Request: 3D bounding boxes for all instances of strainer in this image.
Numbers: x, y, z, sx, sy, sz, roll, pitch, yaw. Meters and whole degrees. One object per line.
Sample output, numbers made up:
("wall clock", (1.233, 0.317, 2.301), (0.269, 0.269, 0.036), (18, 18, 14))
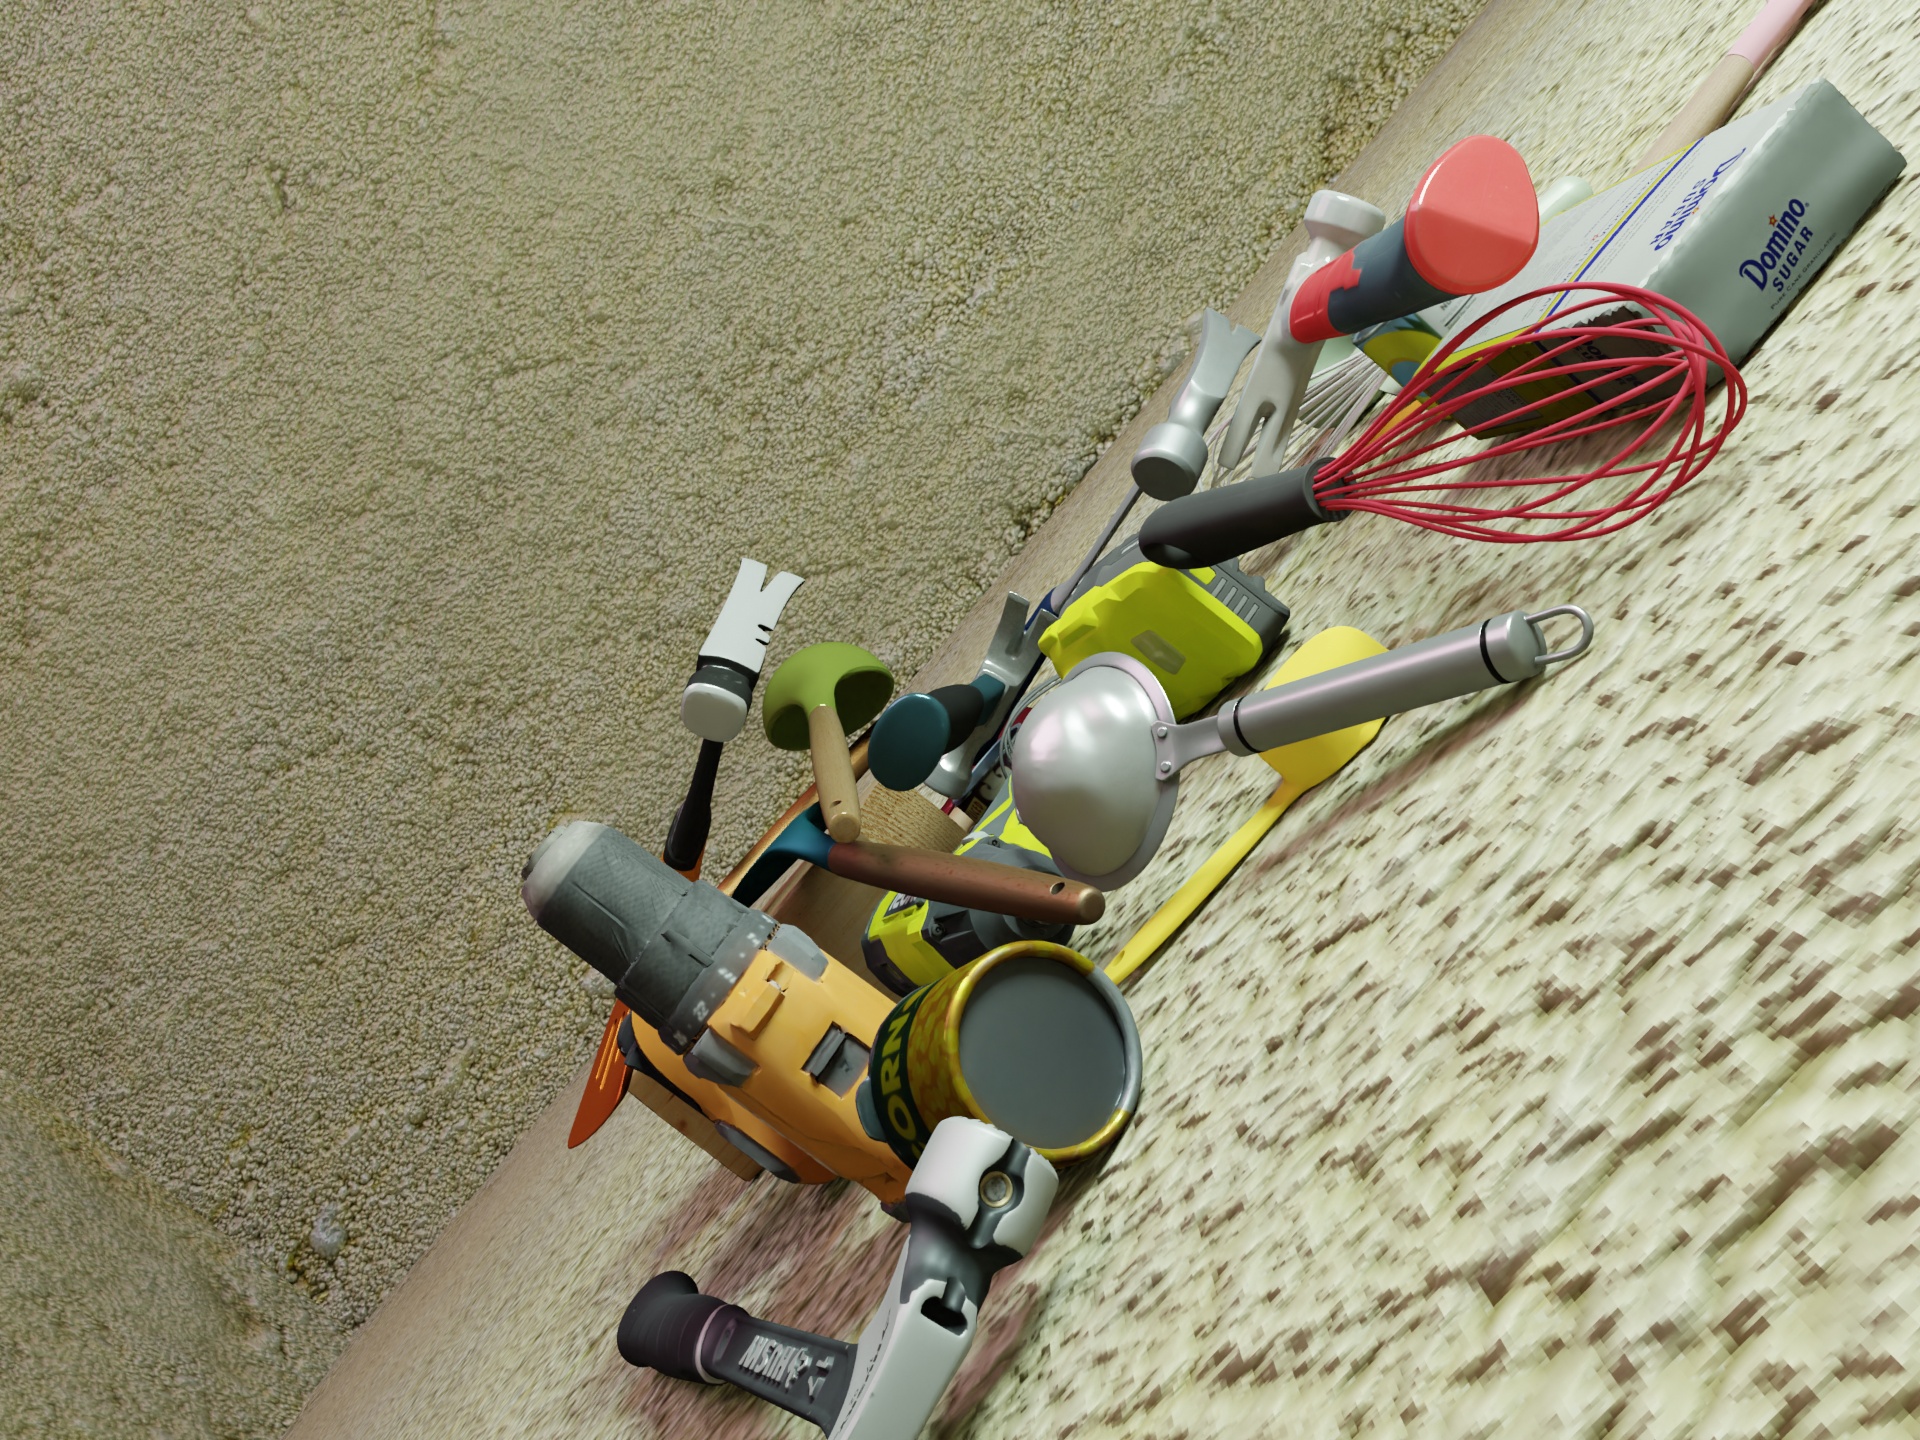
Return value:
("strainer", (0.085, 0.002, 0.516), (0.258, 0.050, 0.087), (-20, 69, 48))

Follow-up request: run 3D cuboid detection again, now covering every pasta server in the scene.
("pasta server", (0.321, -0.272, 0.698), (0.316, 0.040, 0.060), (-52, 16, -5))

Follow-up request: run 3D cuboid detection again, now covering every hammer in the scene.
("hammer", (-0.001, -0.003, 0.804), (0.128, 0.033, 0.331), (-61, -4, 7))
("hammer", (0.153, -0.156, 0.627), (0.386, 0.038, 0.143), (-65, -5, -77))
("hammer", (0.070, -0.083, 0.965), (0.144, 0.035, 0.405), (-62, 3, -33))
("hammer", (-0.081, 0.226, 0.559), (0.149, 0.036, 0.409), (-61, 8, -25))
("hammer", (-0.151, 0.073, 0.862), (0.127, 0.034, 0.336), (-77, 8, -53))

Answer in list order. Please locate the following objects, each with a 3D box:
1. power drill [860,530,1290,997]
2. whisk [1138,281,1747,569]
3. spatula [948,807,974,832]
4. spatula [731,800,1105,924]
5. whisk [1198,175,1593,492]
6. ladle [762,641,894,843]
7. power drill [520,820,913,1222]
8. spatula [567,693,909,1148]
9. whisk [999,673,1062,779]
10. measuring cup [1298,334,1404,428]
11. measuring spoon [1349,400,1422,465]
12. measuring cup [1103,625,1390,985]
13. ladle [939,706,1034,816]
("power drill", (0.051, 0.023, 0.709), (0.223, 0.080, 0.171), (-56, 8, -22))
("whisk", (0.139, -0.082, 0.544), (0.073, 0.073, 0.296), (-52, 15, -17))
("spatula", (-0.043, 0.125, 1.033), (0.316, 0.018, 0.059), (-53, -8, -30))
("spatula", (-0.029, 0.065, 0.651), (0.082, 0.044, 0.317), (-44, 20, -21))
("whisk", (0.225, -0.194, 0.833), (0.246, 0.059, 0.057), (-40, -19, 15))
("ladle", (-0.059, 0.016, 0.768), (0.078, 0.062, 0.320), (-28, 15, 0))
("power drill", (-0.086, 0.115, 0.621), (0.084, 0.185, 0.226), (-54, 3, -16))
("spatula", (-0.104, 0.087, 0.837), (0.323, 0.041, 0.081), (-48, 3, -40))
("whisk", (0.095, -0.043, 0.937), (0.239, 0.055, 0.055), (-49, 4, -32))
("measuring cup", (0.238, -0.194, 0.912), (0.083, 0.038, 0.168), (-49, 22, 8))
("measuring spoon", (0.226, -0.159, 0.831), (0.021, 0.011, 0.117), (-53, 6, -27))
("measuring cup", (0.090, 0.030, 0.548), (0.156, 0.029, 0.062), (-48, 6, 4))
("ladle", (-0.033, 0.100, 1.114), (0.315, 0.031, 0.069), (-55, 9, -29))
